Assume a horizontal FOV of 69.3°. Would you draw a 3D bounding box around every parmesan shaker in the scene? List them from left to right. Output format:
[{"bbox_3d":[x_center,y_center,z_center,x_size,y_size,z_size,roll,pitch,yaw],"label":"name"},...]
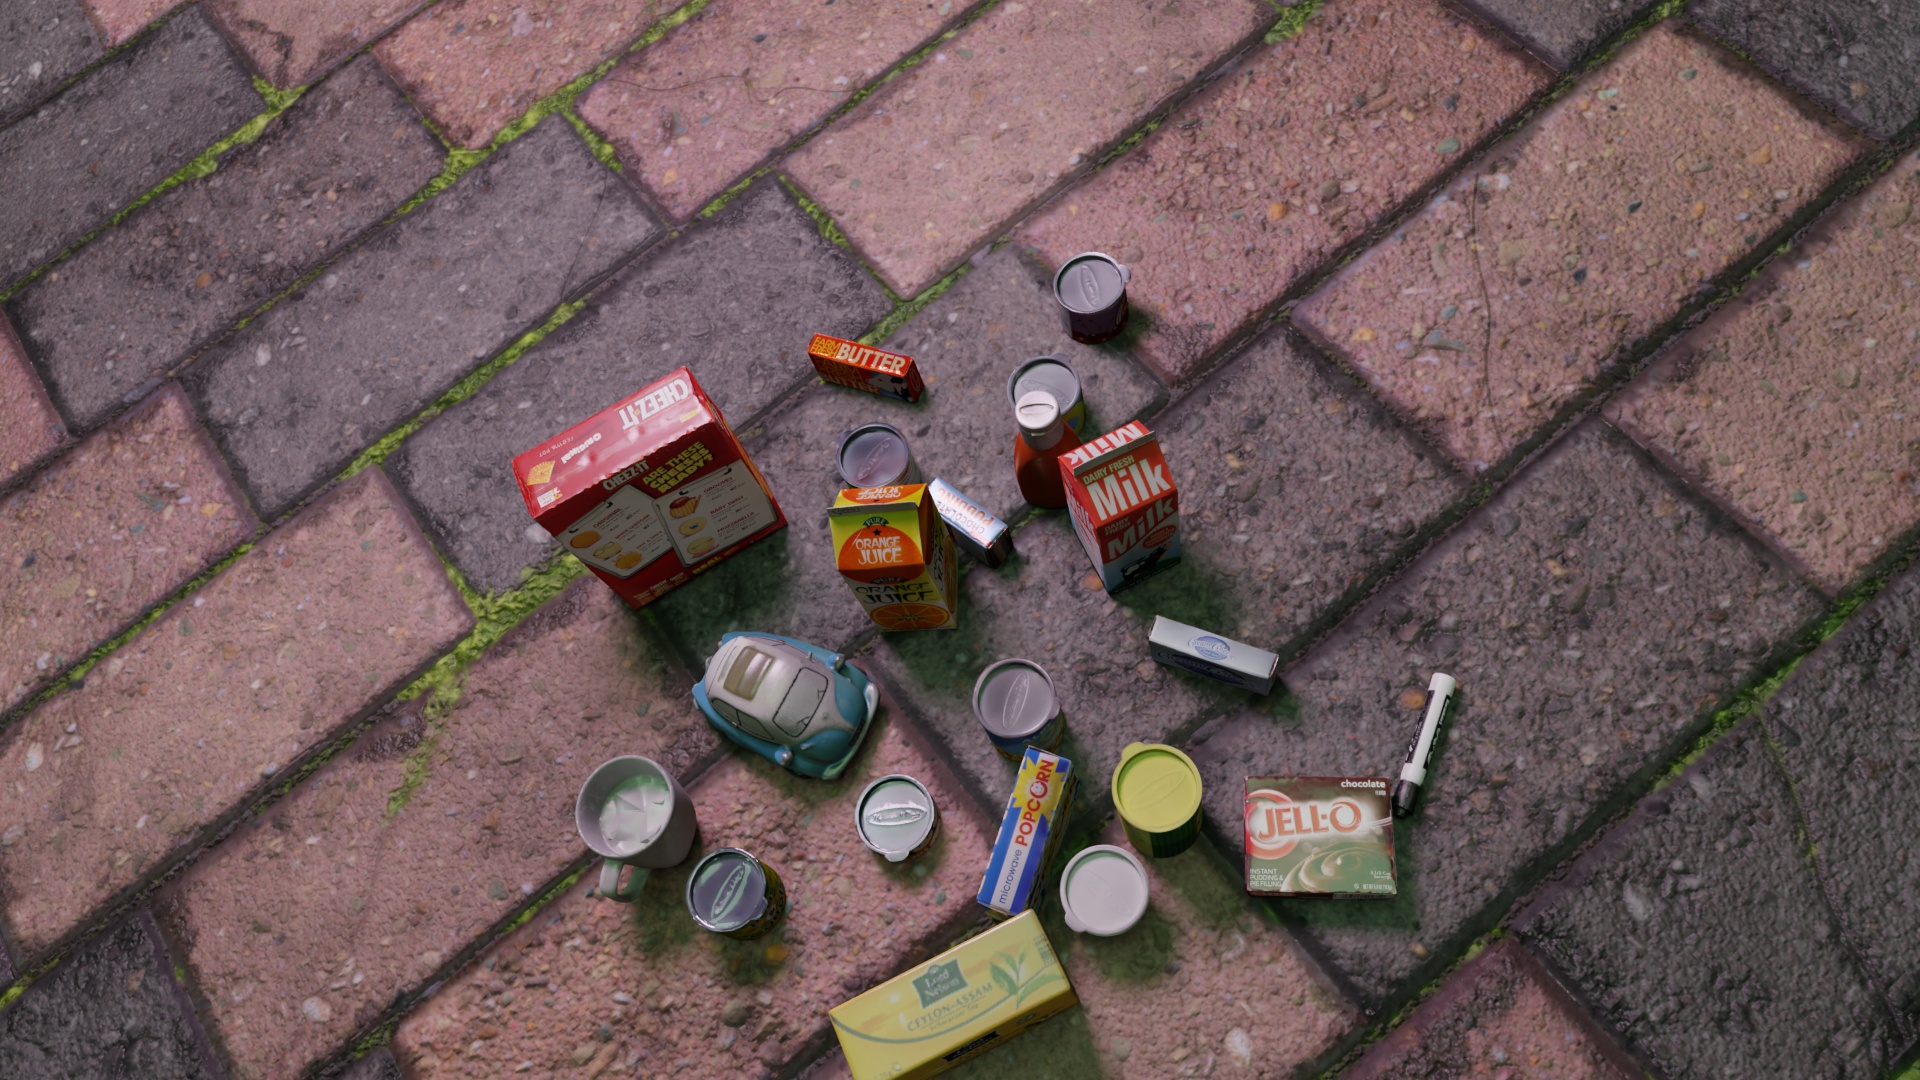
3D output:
[{"bbox_3d":[0.152,0.200,1.073,0.071,0.102,0.071,-4,66,9],"label":"parmesan shaker"}]

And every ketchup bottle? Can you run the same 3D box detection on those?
[{"bbox_3d":[0.074,-0.076,1.185,0.065,0.148,0.044,-3,66,9],"label":"ketchup bottle"}]

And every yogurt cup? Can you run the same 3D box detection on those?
[{"bbox_3d":[0.113,0.274,1.074,0.072,0.053,0.072,-4,66,9],"label":"yogurt cup"}]

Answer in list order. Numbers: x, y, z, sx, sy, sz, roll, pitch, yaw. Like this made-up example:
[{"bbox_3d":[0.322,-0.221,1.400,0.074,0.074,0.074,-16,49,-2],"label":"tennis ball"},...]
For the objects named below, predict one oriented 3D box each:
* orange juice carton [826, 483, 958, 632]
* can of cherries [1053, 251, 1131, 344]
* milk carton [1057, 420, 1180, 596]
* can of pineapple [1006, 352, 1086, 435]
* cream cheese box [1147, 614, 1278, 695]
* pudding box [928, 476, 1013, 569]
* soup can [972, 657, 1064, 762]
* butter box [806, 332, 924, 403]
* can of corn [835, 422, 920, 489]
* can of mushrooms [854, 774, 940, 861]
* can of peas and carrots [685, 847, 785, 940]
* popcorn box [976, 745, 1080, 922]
[{"bbox_3d":[-0.053,0.010,1.146,0.072,0.192,0.073,-4,66,9],"label":"orange juice carton"},{"bbox_3d":[0.125,-0.225,1.291,0.071,0.058,0.072,-4,66,9],"label":"can of cherries"},{"bbox_3d":[0.131,-0.032,1.131,0.072,0.190,0.073,-26,65,-1],"label":"milk carton"},{"bbox_3d":[0.080,-0.126,1.256,0.071,0.057,0.071,-4,66,9],"label":"can of pineapple"},{"bbox_3d":[0.206,0.095,1.137,0.104,0.053,0.024,18,71,17],"label":"cream cheese box"},{"bbox_3d":[0.004,-0.015,1.225,0.084,0.049,0.030,35,77,22],"label":"pudding box"},{"bbox_3d":[0.051,0.140,1.129,0.071,0.083,0.071,-4,66,9],"label":"soup can"},{"bbox_3d":[-0.089,-0.162,1.306,0.103,0.053,0.024,16,71,17],"label":"butter box"},{"bbox_3d":[-0.075,-0.066,1.258,0.071,0.058,0.071,-4,66,9],"label":"can of corn"},{"bbox_3d":[-0.051,0.230,1.136,0.071,0.033,0.071,-4,66,9],"label":"can of mushrooms"},{"bbox_3d":[-0.178,0.287,1.120,0.071,0.058,0.071,-4,66,9],"label":"can of peas and carrots"},{"bbox_3d":[0.054,0.234,1.086,0.038,0.085,0.127,15,70,16],"label":"popcorn box"}]
